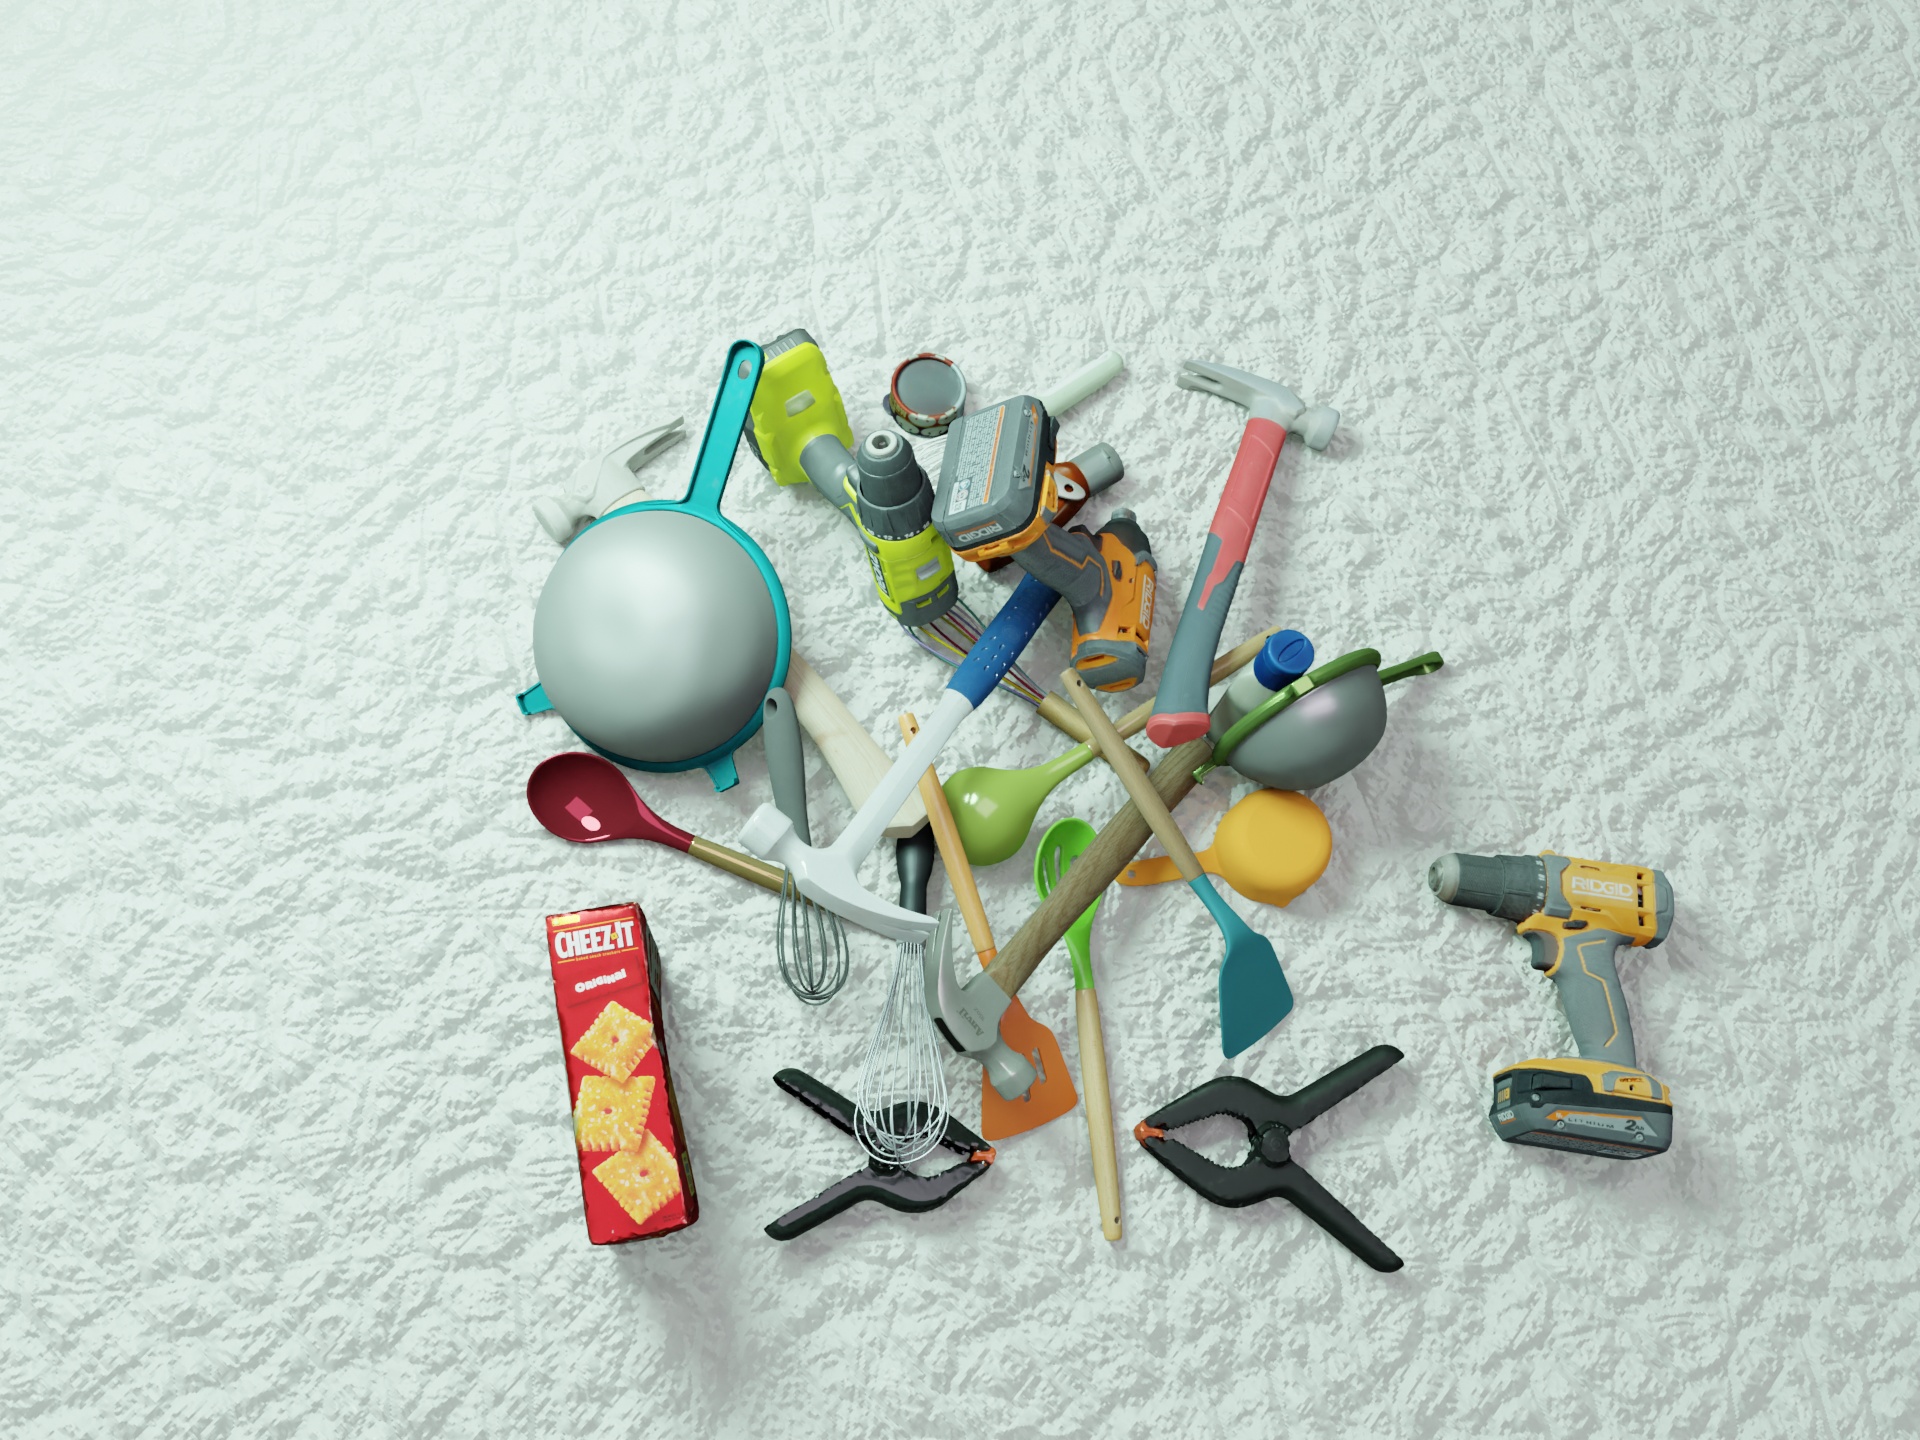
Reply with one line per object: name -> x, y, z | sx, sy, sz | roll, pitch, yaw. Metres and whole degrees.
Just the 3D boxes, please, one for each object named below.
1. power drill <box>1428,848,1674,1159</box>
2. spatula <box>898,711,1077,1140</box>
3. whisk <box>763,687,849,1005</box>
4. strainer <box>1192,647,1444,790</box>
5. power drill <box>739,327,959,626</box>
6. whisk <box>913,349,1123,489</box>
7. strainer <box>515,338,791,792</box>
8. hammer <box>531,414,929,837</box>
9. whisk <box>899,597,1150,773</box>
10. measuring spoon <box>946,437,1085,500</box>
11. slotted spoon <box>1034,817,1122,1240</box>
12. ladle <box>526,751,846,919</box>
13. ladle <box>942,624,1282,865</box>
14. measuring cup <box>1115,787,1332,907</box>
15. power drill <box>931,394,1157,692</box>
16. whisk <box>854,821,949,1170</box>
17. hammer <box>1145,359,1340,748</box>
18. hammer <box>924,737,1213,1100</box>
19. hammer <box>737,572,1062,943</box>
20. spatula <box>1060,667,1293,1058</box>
power drill -> 0.451, 0.208, 1.221 | 0.185, 0.084, 0.226 | 9, 67, -2
spatula -> 0.008, 0.149, 1.186 | 0.081, 0.041, 0.323 | -17, 83, -20
whisk -> -0.121, 0.093, 1.187 | 0.055, 0.055, 0.239 | -8, 89, -8
strainer -> 0.313, 0.000, 1.251 | 0.256, 0.151, 0.069 | -17, 69, -37
power drill -> -0.088, -0.199, 1.230 | 0.080, 0.190, 0.229 | -33, 60, -12
whisk -> 0.044, -0.251, 1.354 | 0.246, 0.058, 0.059 | -35, 113, -19
strainer -> -0.219, -0.122, 1.180 | 0.211, 0.095, 0.340 | 21, 99, 12
hammer -> -0.159, -0.072, 1.263 | 0.146, 0.038, 0.411 | -39, 75, -17
whisk -> 0.050, -0.030, 1.284 | 0.245, 0.047, 0.051 | 35, 83, 2
measuring spoon -> 0.047, -0.212, 1.306 | 0.124, 0.018, 0.034 | 24, 65, 2
slotted spoon -> 0.095, 0.230, 1.204 | 0.070, 0.031, 0.314 | 4, 72, -34
ladle -> -0.182, 0.104, 1.222 | 0.315, 0.031, 0.069 | 23, 92, 0
ladle -> 0.119, 0.011, 1.251 | 0.320, 0.062, 0.078 | -31, 91, -11
measuring cup -> 0.207, 0.103, 1.244 | 0.173, 0.052, 0.095 | -9, 73, -10
power drill -> 0.078, -0.145, 1.225 | 0.084, 0.226, 0.164 | -14, 51, 33
whisk -> -0.038, 0.188, 1.169 | 0.070, 0.070, 0.285 | 4, 56, -4
hammer -> 0.200, -0.142, 1.288 | 0.143, 0.038, 0.387 | 22, 56, 3
hammer -> 0.091, 0.120, 1.195 | 0.130, 0.031, 0.331 | 49, 59, -8
hammer -> -0.002, -0.004, 1.185 | 0.144, 0.035, 0.406 | 37, 49, -2
spatula -> 0.158, 0.100, 1.208 | 0.082, 0.044, 0.317 | -29, 86, -31
